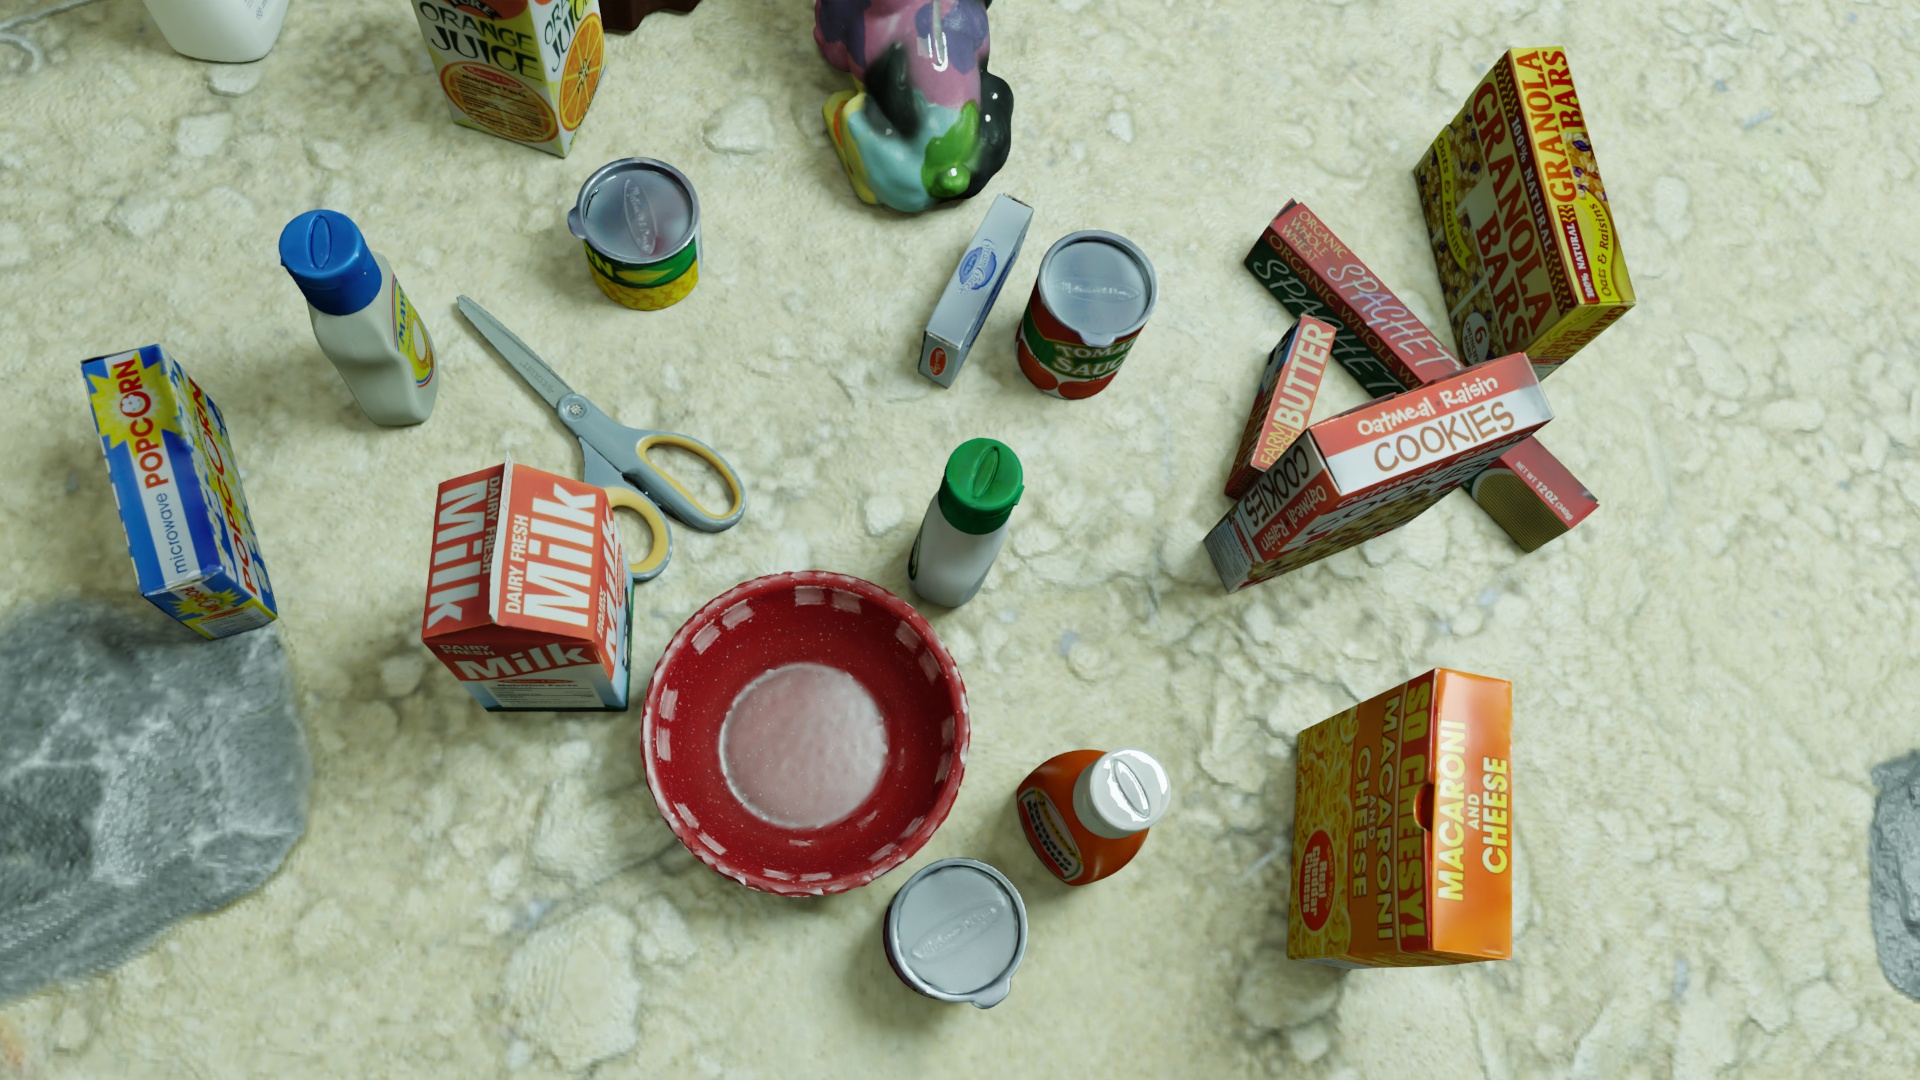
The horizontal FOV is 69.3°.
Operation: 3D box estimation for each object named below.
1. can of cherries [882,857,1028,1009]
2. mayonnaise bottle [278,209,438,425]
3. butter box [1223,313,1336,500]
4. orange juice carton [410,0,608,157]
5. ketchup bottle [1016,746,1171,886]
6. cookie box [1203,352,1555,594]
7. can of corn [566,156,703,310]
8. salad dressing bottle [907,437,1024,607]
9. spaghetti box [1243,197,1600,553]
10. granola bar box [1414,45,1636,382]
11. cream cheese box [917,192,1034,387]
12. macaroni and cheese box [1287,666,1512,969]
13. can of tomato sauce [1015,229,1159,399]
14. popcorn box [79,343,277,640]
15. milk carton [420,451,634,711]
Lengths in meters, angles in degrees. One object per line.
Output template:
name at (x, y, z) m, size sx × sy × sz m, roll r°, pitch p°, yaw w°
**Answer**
can of cherries at (-0.003, 0.194, 0.680) m, size 0.071 × 0.058 × 0.071 m, roll 2°, pitch 71°, yaw -7°
mayonnaise bottle at (-0.298, -0.111, 0.695) m, size 0.041 × 0.147 × 0.065 m, roll -5°, pitch 73°, yaw -9°
butter box at (0.184, -0.074, 0.800) m, size 0.024 × 0.053 × 0.104 m, roll 22°, pitch 70°, yaw 0°
orange juice carton at (-0.244, -0.296, 0.741) m, size 0.073 × 0.192 × 0.072 m, roll 17°, pitch 70°, yaw -2°
ketchup bottle at (0.064, 0.128, 0.664) m, size 0.043 × 0.148 × 0.065 m, roll -27°, pitch 77°, yaw -15°
cookie box at (0.211, -0.032, 0.729) m, size 0.123 × 0.167 × 0.040 m, roll -20°, pitch 76°, yaw -14°
can of corn at (-0.181, -0.170, 0.779) m, size 0.071 × 0.058 × 0.071 m, roll 2°, pitch 71°, yaw -7°
salad dressing bottle at (0.003, -0.009, 0.702) m, size 0.044 × 0.147 × 0.064 m, roll 22°, pitch 70°, yaw 0°
spaghetti box at (0.267, -0.097, 0.821) m, size 0.029 × 0.050 × 0.250 m, roll -39°, pitch 80°, yaw -17°
granola bar box at (0.327, -0.184, 0.820) m, size 0.039 × 0.123 × 0.166 m, roll -4°, pitch 72°, yaw -9°
cream cheese box at (0.008, -0.144, 0.799) m, size 0.024 × 0.053 × 0.104 m, roll 26°, pitch 70°, yaw 1°
macaroni and cheese box at (0.207, 0.140, 0.670) m, size 0.040 × 0.166 × 0.124 m, roll 10°, pitch 71°, yaw -5°
can of tomato sauce at (0.070, -0.124, 0.785) m, size 0.071 × 0.082 × 0.071 m, roll 2°, pitch 71°, yaw -7°
popcorn box at (-0.384, -0.022, 0.686) m, size 0.038 × 0.085 × 0.127 m, roll -20°, pitch 75°, yaw -14°
milk carton at (-0.196, 0.026, 0.640) m, size 0.073 × 0.190 × 0.072 m, roll 1°, pitch 72°, yaw -7°
